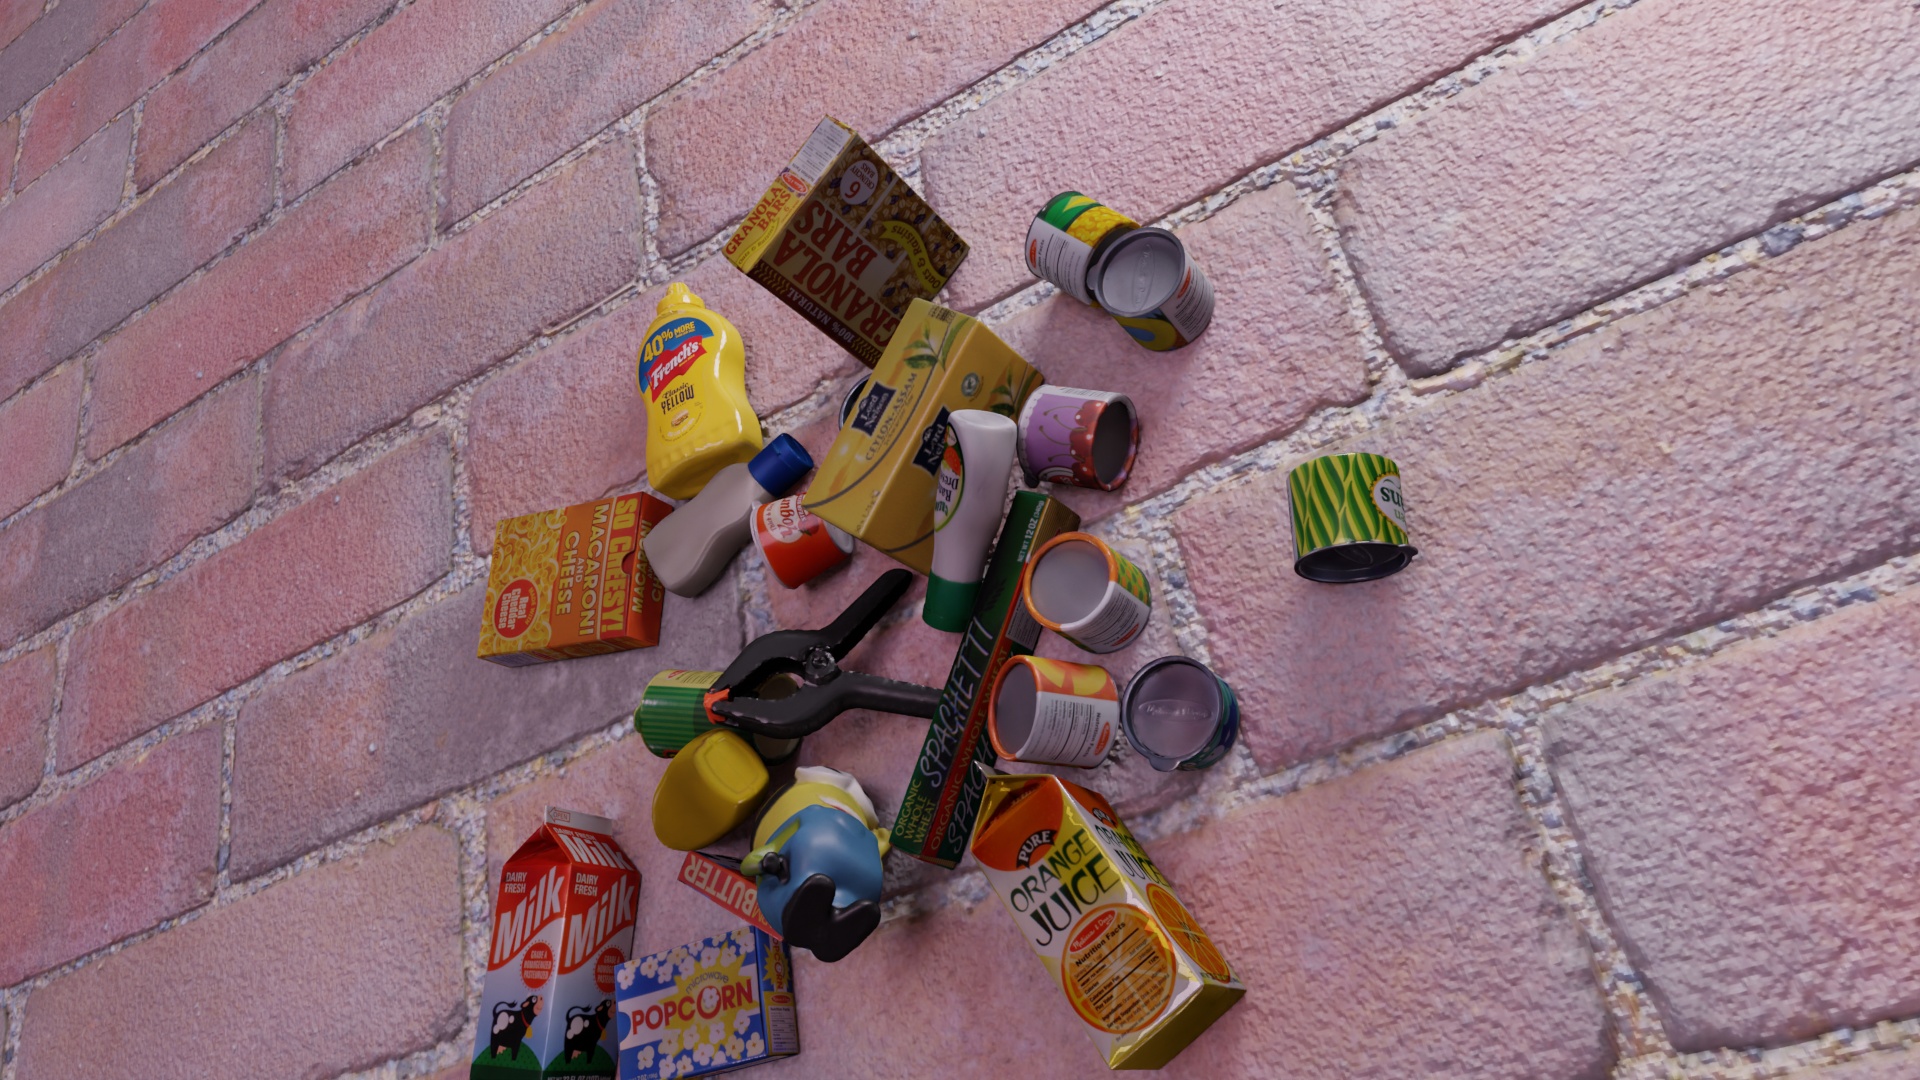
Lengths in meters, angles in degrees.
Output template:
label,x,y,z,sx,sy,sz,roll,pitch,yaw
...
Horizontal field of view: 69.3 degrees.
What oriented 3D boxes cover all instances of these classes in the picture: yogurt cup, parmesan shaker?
label,x,y,z,sx,sy,sz,roll,pitch,yaw
yogurt cup,-0.115,-0.004,1.023,0.054,0.072,0.072,-23,61,13
parmesan shaker,-0.173,0.128,1.001,0.103,0.071,0.071,-1,71,31

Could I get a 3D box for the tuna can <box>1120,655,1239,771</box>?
label,x,y,z,sx,sy,sz,roll,pitch,yaw
tuna can,0.133,0.108,0.844,0.071,0.033,0.071,-12,65,28

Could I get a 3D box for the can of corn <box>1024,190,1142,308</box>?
label,x,y,z,sx,sy,sz,roll,pitch,yaw
can of corn,0.090,-0.205,0.976,0.058,0.071,0.071,38,93,35

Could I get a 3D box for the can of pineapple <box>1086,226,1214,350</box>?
label,x,y,z,sx,sy,sz,roll,pitch,yaw
can of pineapple,0.130,-0.170,0.940,0.071,0.058,0.071,-12,65,28

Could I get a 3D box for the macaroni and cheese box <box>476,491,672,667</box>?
label,x,y,z,sx,sy,sz,roll,pitch,yaw
macaroni and cheese box,-0.320,0.034,1.147,0.166,0.040,0.124,-10,67,29

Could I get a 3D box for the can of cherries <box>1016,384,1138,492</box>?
label,x,y,z,sx,sy,sz,roll,pitch,yaw
can of cherries,0.078,-0.066,0.927,0.058,0.071,0.071,11,77,33

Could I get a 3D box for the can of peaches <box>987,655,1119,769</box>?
label,x,y,z,sx,sy,sz,roll,pitch,yaw
can of peaches,0.056,0.106,0.862,0.071,0.058,0.071,-32,53,57

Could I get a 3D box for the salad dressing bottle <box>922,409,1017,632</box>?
label,x,y,z,sx,sy,sz,roll,pitch,yaw
salad dressing bottle,0.003,-0.012,0.930,0.064,0.044,0.147,-130,46,-63

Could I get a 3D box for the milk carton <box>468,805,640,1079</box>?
label,x,y,z,sx,sy,sz,roll,pitch,yaw
milk carton,-0.289,0.293,1.006,0.073,0.072,0.191,-8,67,29

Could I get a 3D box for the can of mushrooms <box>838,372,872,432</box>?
label,x,y,z,sx,sy,sz,roll,pitch,yaw
can of mushrooms,-0.055,-0.089,1.038,0.071,0.033,0.071,-12,65,27

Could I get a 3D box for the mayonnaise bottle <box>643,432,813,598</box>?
label,x,y,z,sx,sy,sz,roll,pitch,yaw
mayonnaise bottle,-0.179,-0.023,1.084,0.148,0.041,0.065,-41,58,11

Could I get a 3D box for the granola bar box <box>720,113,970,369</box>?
label,x,y,z,sx,sy,sz,roll,pitch,yaw
granola bar box,-0.079,-0.213,1.020,0.124,0.165,0.039,-51,55,5

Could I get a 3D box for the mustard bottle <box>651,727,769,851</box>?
label,x,y,z,sx,sy,sz,roll,pitch,yaw
mustard bottle,-0.184,0.184,0.973,0.065,0.049,0.159,48,141,3

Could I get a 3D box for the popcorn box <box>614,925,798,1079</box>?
label,x,y,z,sx,sy,sz,roll,pitch,yaw
popcorn box,-0.174,0.319,0.946,0.126,0.038,0.085,-22,62,23

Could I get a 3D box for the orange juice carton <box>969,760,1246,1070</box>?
label,x,y,z,sx,sy,sz,roll,pitch,yaw
orange juice carton,0.073,0.207,0.817,0.073,0.071,0.193,-44,55,9

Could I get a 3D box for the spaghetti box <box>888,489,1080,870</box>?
label,x,y,z,sx,sy,sz,roll,pitch,yaw
spaghetti box,0.018,0.090,0.911,0.029,0.050,0.250,14,79,34

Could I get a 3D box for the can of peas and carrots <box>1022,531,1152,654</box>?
label,x,y,z,sx,sy,sz,roll,pitch,yaw
can of peas and carrots,0.080,0.032,0.891,0.071,0.058,0.071,-12,65,27

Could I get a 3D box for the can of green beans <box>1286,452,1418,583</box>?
label,x,y,z,sx,sy,sz,roll,pitch,yaw
can of green beans,0.227,-0.013,0.814,0.071,0.071,0.058,-12,65,28

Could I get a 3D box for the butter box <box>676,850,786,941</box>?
label,x,y,z,sx,sy,sz,roll,pitch,yaw
butter box,-0.138,0.242,0.945,0.103,0.053,0.024,18,83,35
